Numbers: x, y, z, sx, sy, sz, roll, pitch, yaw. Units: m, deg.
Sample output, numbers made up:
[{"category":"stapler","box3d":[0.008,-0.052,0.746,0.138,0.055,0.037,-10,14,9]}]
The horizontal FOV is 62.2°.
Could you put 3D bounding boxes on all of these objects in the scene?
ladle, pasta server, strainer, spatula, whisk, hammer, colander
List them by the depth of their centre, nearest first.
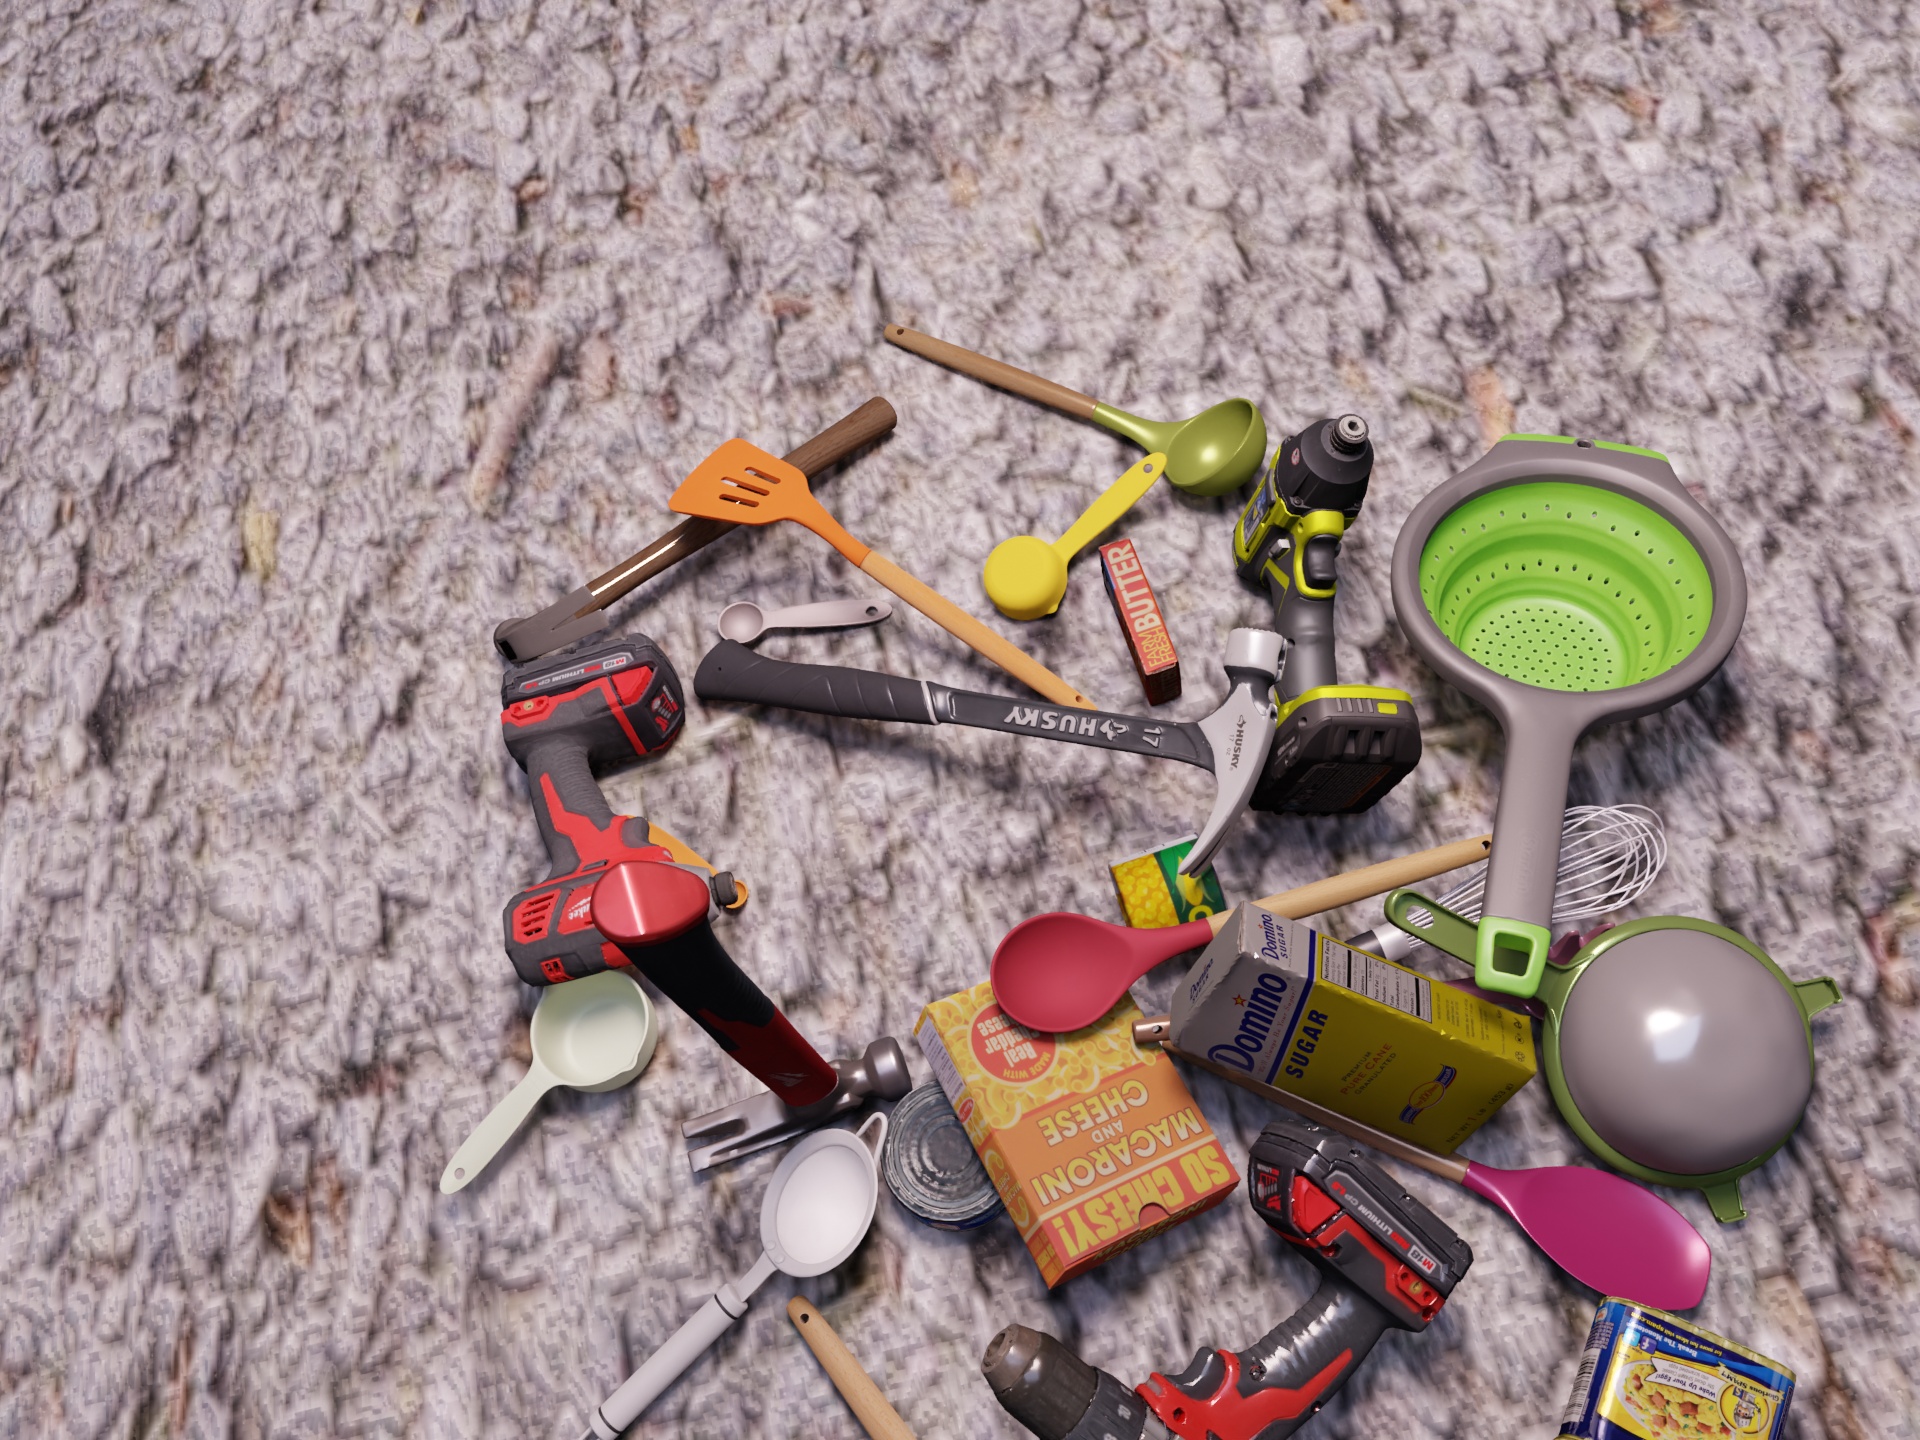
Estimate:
[{"category":"hammer","box3d":[-0.124,0.159,0.808,0.143,0.386,0.038,-21,64,-1]},{"category":"strainer","box3d":[0.357,0.157,0.875,0.256,0.069,0.151,27,84,5]},{"category":"strainer","box3d":[-0.126,0.330,0.922,0.258,0.050,0.087,-43,40,-6]},{"category":"pasta server","box3d":[0.258,0.163,0.925,0.316,0.040,0.060,-6,81,-2]},{"category":"ladle","box3d":[0.170,0.114,0.928,0.315,0.031,0.069,-16,78,-2]},{"category":"whisk","box3d":[0.288,0.121,0.954,0.284,0.070,0.070,-23,63,3]},{"category":"colander","box3d":[0.347,0.001,0.955,0.204,0.094,0.397,11,57,16]},{"category":"hammer","box3d":[-0.002,-0.003,1.014,0.409,0.036,0.149,8,83,29]},{"category":"spatula","box3d":[-0.046,-0.091,1.077,0.322,0.041,0.081,35,58,2]},{"category":"hammer","box3d":[-0.182,-0.138,1.133,0.331,0.130,0.031,-36,106,-17]},{"category":"ladle","box3d":[0.075,-0.241,1.159,0.320,0.062,0.078,26,75,22]}]

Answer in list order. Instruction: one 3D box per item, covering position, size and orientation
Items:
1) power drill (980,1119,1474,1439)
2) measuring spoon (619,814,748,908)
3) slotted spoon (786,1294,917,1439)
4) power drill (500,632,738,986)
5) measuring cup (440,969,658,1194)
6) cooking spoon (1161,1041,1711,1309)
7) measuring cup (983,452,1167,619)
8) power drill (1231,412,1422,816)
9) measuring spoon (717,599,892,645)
[{"category":"power drill","box3d":[0.138,0.319,0.835,0.188,0.080,0.227,41,76,-4]},{"category":"measuring spoon","box3d":[-0.187,0.094,1.063,0.117,0.011,0.021,28,71,24]},{"category":"slotted spoon","box3d":[0.003,0.437,0.858,0.070,0.031,0.314,-40,63,-11]},{"category":"power drill","box3d":[-0.224,0.057,1.030,0.143,0.078,0.220,-15,55,1]},{"category":"measuring cup","box3d":[-0.257,0.229,0.992,0.083,0.038,0.167,36,76,22]},{"category":"cooking spoon","box3d":[0.264,0.248,0.913,0.319,0.017,0.069,22,57,18]},{"category":"measuring cup","box3d":[0.079,-0.133,1.096,0.156,0.029,0.062,-42,65,7]},{"category":"power drill","box3d":[0.222,-0.066,0.988,0.080,0.171,0.223,2,68,-7]},{"category":"measuring spoon","box3d":[-0.110,-0.070,1.129,0.124,0.018,0.034,-5,62,-1]}]
